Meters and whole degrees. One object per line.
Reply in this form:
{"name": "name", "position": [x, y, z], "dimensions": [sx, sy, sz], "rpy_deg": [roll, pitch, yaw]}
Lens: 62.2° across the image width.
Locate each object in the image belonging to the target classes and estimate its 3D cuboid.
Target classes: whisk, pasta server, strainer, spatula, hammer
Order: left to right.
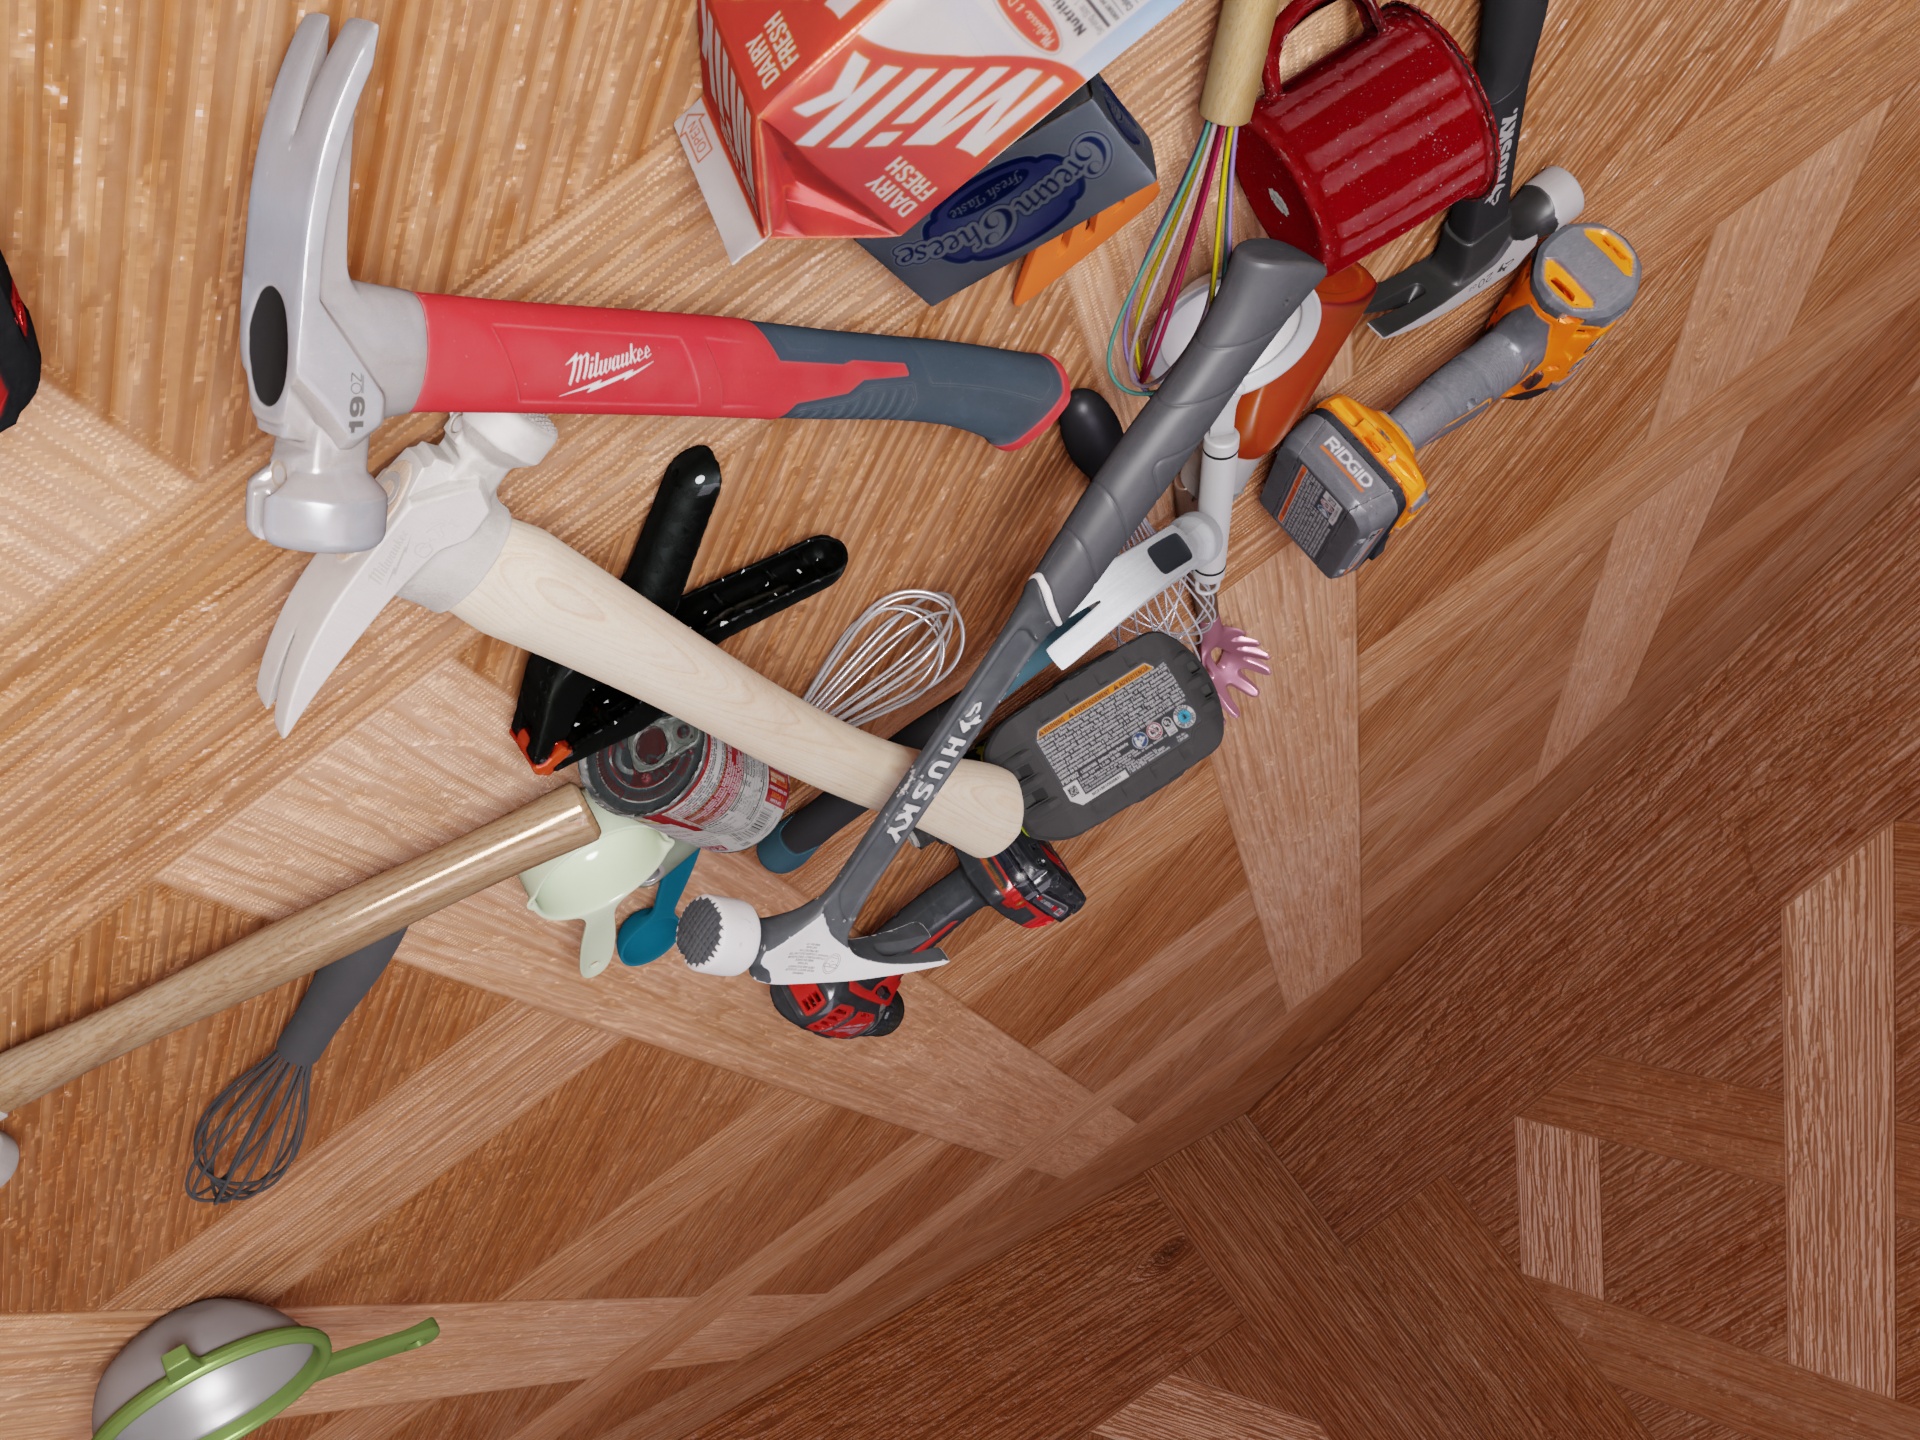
{"name": "hammer", "position": [-0.320, 0.110, 0.710], "dimensions": [0.331, 0.031, 0.130], "rpy_deg": [-26, 153, -13]}
{"name": "strainer", "position": [-0.462, 0.418, 1.063], "dimensions": [0.151, 0.069, 0.256], "rpy_deg": [-47, 155, 18]}
{"name": "whisk", "position": [-0.333, 0.167, 0.809], "dimensions": [0.055, 0.055, 0.239], "rpy_deg": [2, 131, -55]}
{"name": "hammer", "position": [-0.099, 0.003, 0.705], "dimensions": [0.146, 0.038, 0.410], "rpy_deg": [-50, 142, 8]}
{"name": "hammer", "position": [-0.072, -0.143, 0.580], "dimensions": [0.386, 0.038, 0.143], "rpy_deg": [-14, 120, -53]}
{"name": "whisk", "position": [-0.095, 0.013, 0.861], "dimensions": [0.246, 0.059, 0.057], "rpy_deg": [-39, 120, 15]}
{"name": "hammer", "position": [-0.001, -0.003, 0.882], "dimensions": [0.331, 0.033, 0.128], "rpy_deg": [-37, 178, 34]}
{"name": "spatula", "position": [0.019, -0.250, 0.556], "dimensions": [0.081, 0.041, 0.322], "rpy_deg": [-38, 152, 1]}
{"name": "hammer", "position": [0.032, -0.036, 0.722], "dimensions": [0.149, 0.036, 0.409], "rpy_deg": [18, 112, -46]}
{"name": "whisk", "position": [0.098, -0.104, 0.897], "dimensions": [0.070, 0.070, 0.284], "rpy_deg": [-37, 152, 0]}
{"name": "whisk", "position": [0.102, -0.233, 0.663], "dimensions": [0.051, 0.047, 0.244], "rpy_deg": [5, 137, -4]}
{"name": "pasta server", "position": [0.169, -0.078, 1.058], "dimensions": [0.060, 0.040, 0.316], "rpy_deg": [-47, 156, -7]}
{"name": "strainer", "position": [0.134, -0.152, 0.827], "dimensions": [0.087, 0.050, 0.258], "rpy_deg": [-10, 142, -3]}
{"name": "hammer", "position": [0.253, -0.310, 0.750], "dimensions": [0.146, 0.035, 0.334], "rpy_deg": [-36, 156, -4]}

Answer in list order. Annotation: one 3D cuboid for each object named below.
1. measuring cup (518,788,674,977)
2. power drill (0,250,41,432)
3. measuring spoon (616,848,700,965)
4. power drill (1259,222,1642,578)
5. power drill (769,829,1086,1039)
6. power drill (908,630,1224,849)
{"name": "measuring cup", "position": [-0.203, 0.091, 0.859], "dimensions": [0.083, 0.038, 0.167], "rpy_deg": [-24, 155, -27]}
{"name": "power drill", "position": [-0.320, -0.089, 0.320], "dimensions": [0.219, 0.079, 0.143], "rpy_deg": [-28, 155, -25]}
{"name": "measuring spoon", "position": [-0.175, 0.093, 0.935], "dimensions": [0.042, 0.021, 0.128], "rpy_deg": [-11, 136, -44]}
{"name": "power drill", "position": [0.294, -0.188, 0.967], "dimensions": [0.226, 0.084, 0.164], "rpy_deg": [-38, 169, -5]}
{"name": "power drill", "position": [-0.021, 0.165, 1.202], "dimensions": [0.226, 0.080, 0.187], "rpy_deg": [-36, 157, 4]}
{"name": "power drill", "position": [0.056, 0.024, 0.969], "dimensions": [0.171, 0.080, 0.223], "rpy_deg": [-31, 180, -14]}
